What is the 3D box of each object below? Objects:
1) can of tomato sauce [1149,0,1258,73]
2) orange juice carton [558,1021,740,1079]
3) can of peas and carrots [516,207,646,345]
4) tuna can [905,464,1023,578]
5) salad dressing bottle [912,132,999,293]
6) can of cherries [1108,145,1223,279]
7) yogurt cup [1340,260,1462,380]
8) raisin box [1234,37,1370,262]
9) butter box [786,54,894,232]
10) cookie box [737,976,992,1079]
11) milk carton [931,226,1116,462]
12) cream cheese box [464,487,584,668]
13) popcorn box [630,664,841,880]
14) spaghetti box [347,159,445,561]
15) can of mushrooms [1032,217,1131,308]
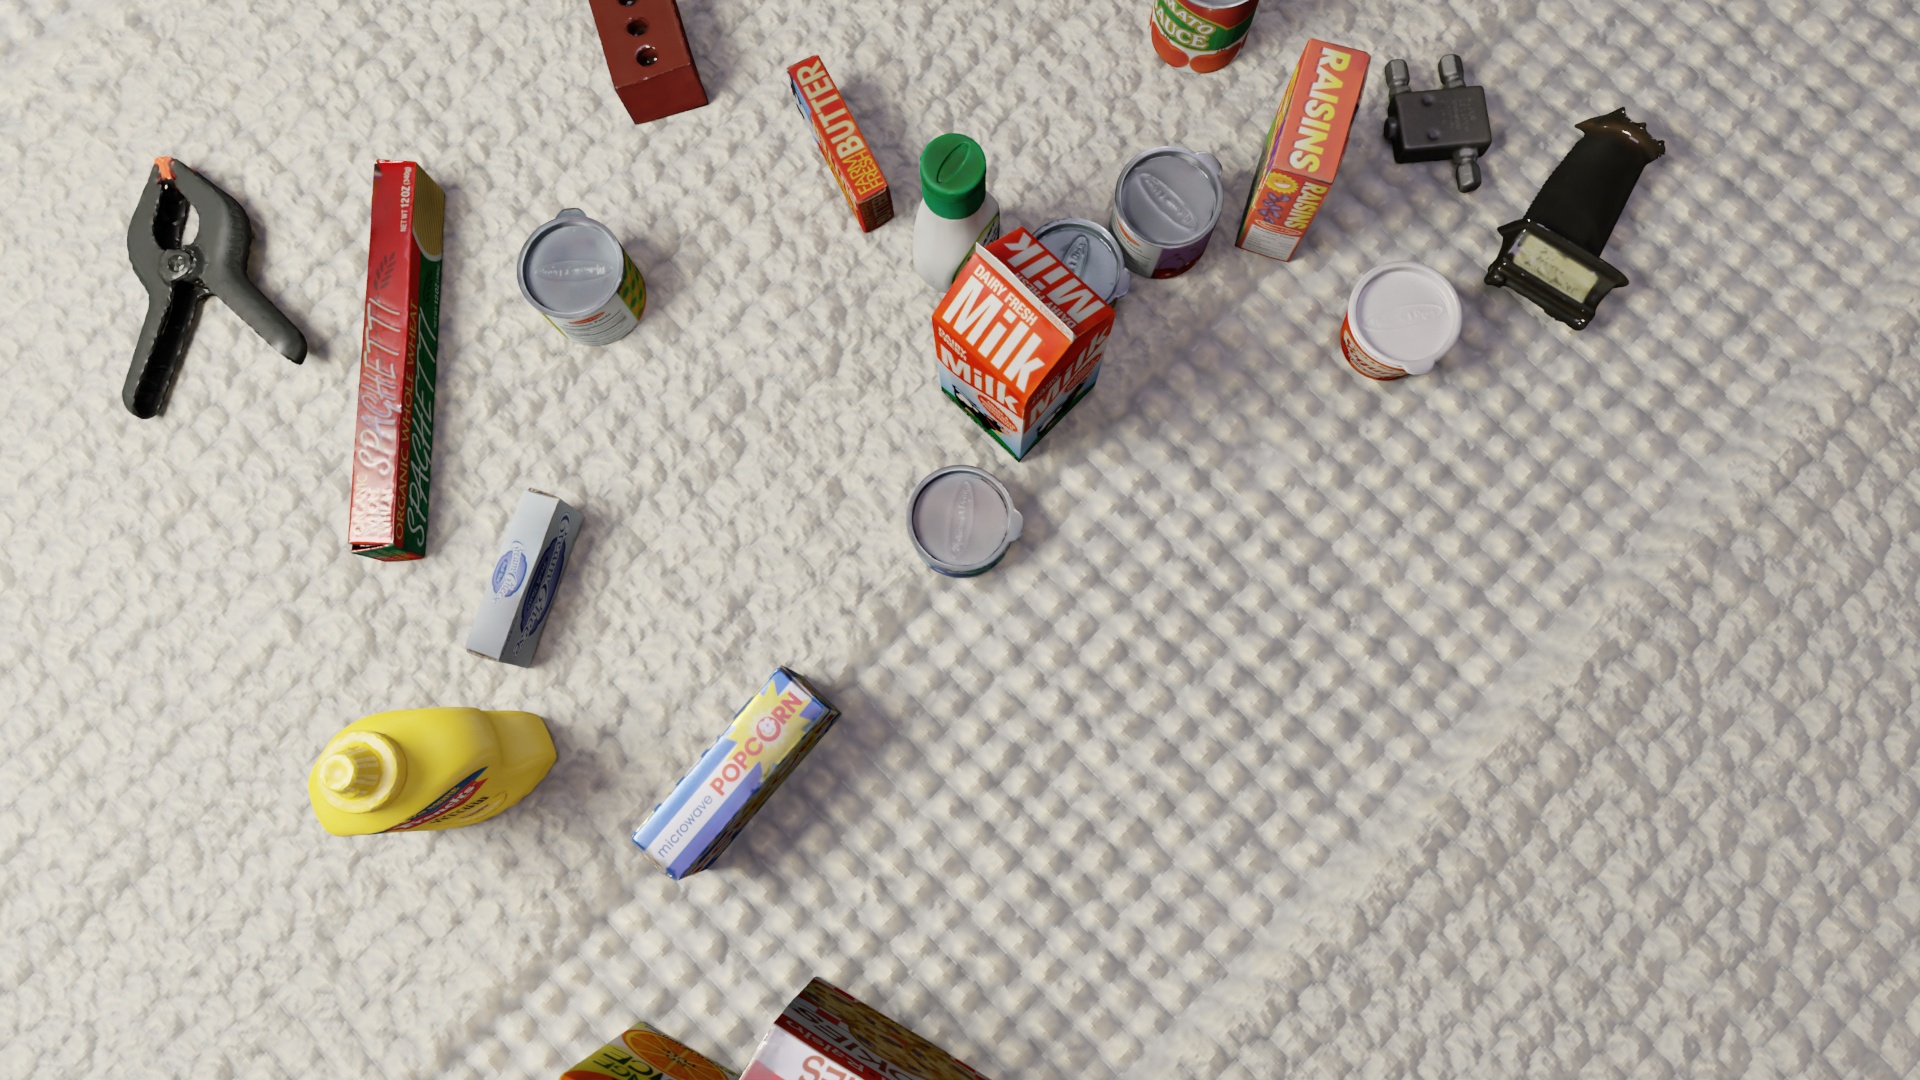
[{"bbox_3d":[0.155,-0.345,0.882,0.071,0.083,0.071,0,80,1],"label":"can of tomato sauce"},{"bbox_3d":[-0.176,0.313,0.715,0.072,0.192,0.073,26,82,6],"label":"orange juice carton"},{"bbox_3d":[-0.236,-0.164,0.871,0.071,0.058,0.071,0,80,1],"label":"can of peas and carrots"},{"bbox_3d":[0.003,-0.011,0.850,0.071,0.033,0.071,0,80,1],"label":"tuna can"},{"bbox_3d":[-0.003,-0.192,0.825,0.044,0.147,0.064,35,83,7],"label":"salad dressing bottle"},{"bbox_3d":[0.130,-0.205,0.870,0.071,0.058,0.071,0,80,1],"label":"can of cherries"},{"bbox_3d":[0.267,-0.131,0.855,0.072,0.054,0.072,0,80,1],"label":"yogurt cup"},{"bbox_3d":[0.205,-0.232,0.840,0.040,0.123,0.086,18,81,4],"label":"raisin box"},{"bbox_3d":[-0.076,-0.252,0.886,0.024,0.053,0.103,-27,80,-3],"label":"butter box"},{"bbox_3d":[-0.044,0.288,0.729,0.123,0.167,0.040,29,82,6],"label":"cookie box"},{"bbox_3d":[0.035,-0.112,0.788,0.072,0.190,0.073,44,84,8],"label":"milk carton"},{"bbox_3d":[-0.262,0.024,0.840,0.024,0.053,0.104,17,81,4],"label":"cream cheese box"},{"bbox_3d":[-0.126,0.134,0.800,0.038,0.085,0.127,40,83,7],"label":"popcorn box"},{"bbox_3d":[-0.351,-0.112,0.869,0.029,0.050,0.250,-1,80,1],"label":"spaghetti box"},{"bbox_3d":[0.072,-0.166,0.876,0.071,0.033,0.071,0,80,1],"label":"can of mushrooms"}]
